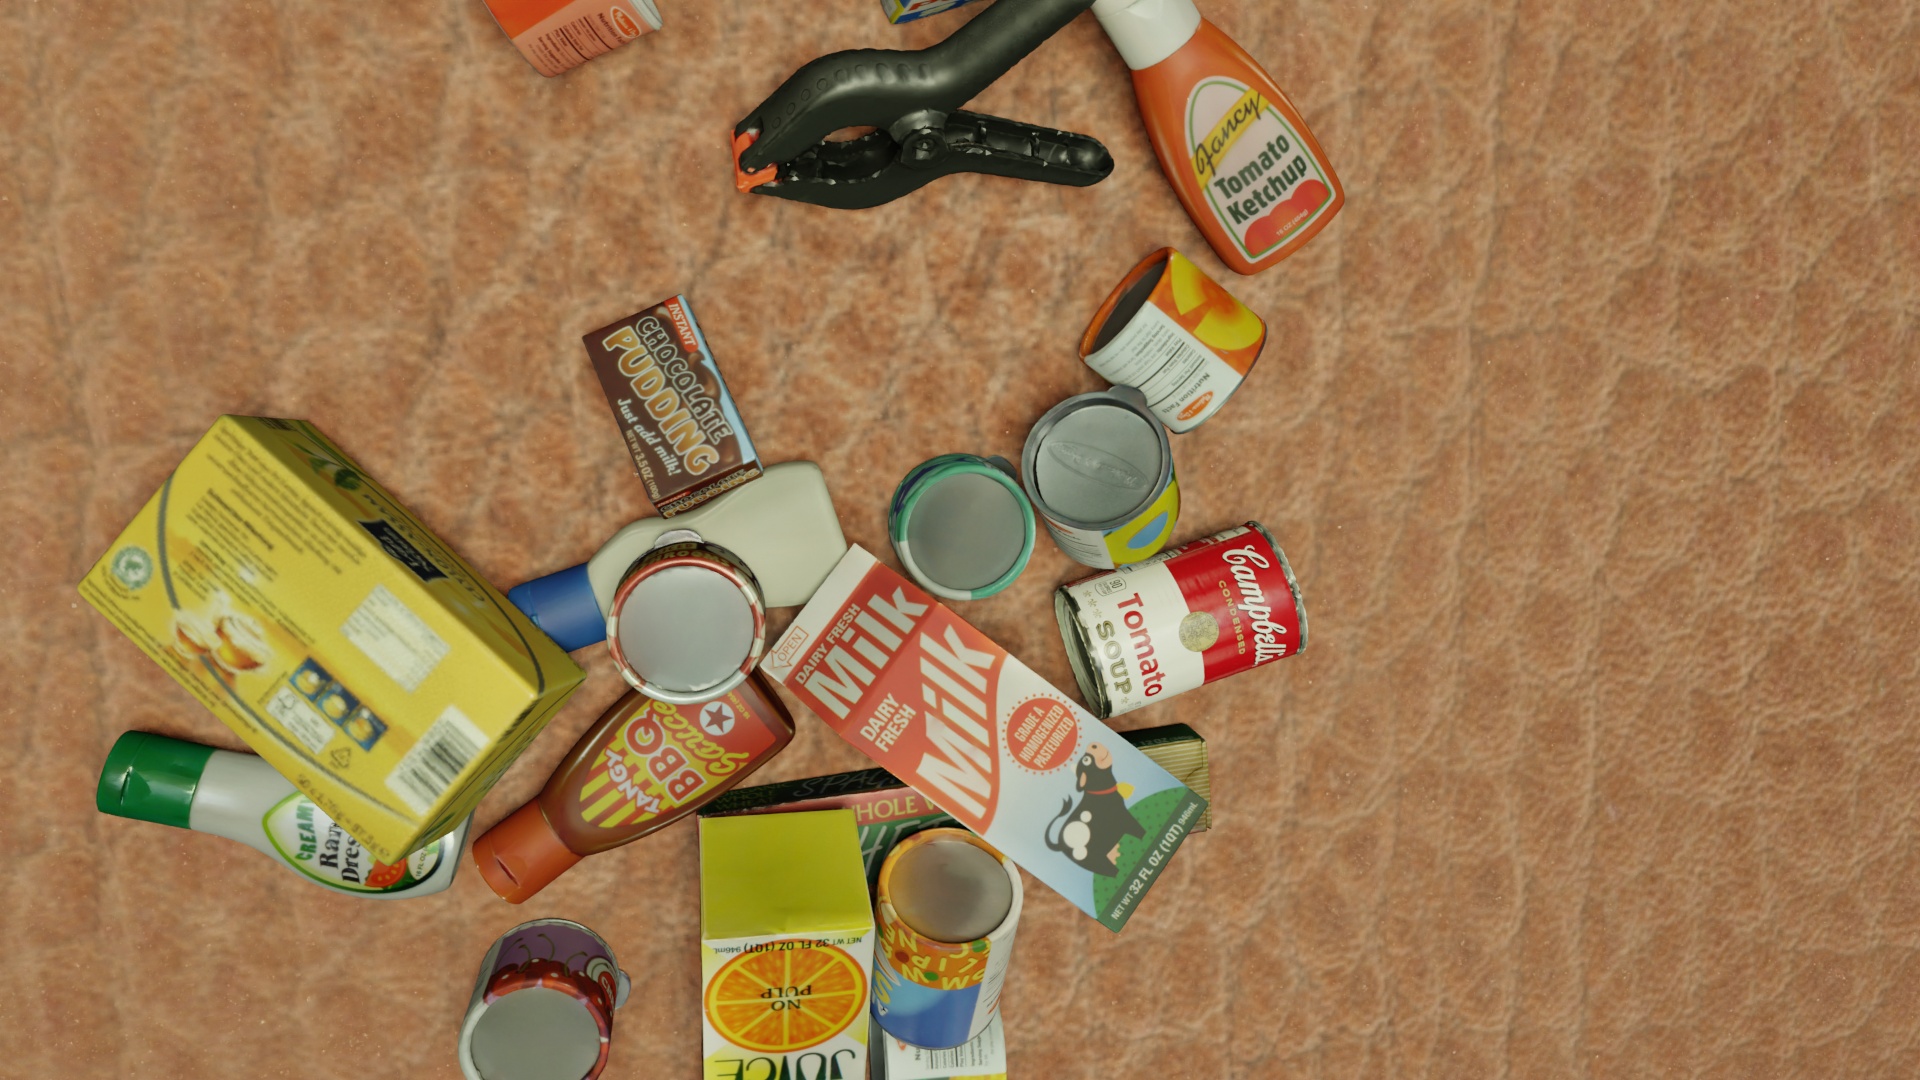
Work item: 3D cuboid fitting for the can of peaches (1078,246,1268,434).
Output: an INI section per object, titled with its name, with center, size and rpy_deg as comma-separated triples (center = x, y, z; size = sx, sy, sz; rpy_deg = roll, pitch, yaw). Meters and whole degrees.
[can of peaches]
center = 0.097, -0.093, 0.637
size = 0.058, 0.071, 0.071
rpy_deg = 35, 93, -14

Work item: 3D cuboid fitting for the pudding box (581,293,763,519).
[pudding box]
center = -0.124, -0.058, 0.603
size = 0.050, 0.030, 0.084
rpy_deg = -24, 79, -6

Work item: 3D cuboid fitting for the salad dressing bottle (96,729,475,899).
[salad dressing bottle]
center = -0.294, 0.117, 0.611
size = 0.148, 0.044, 0.064
rpy_deg = 15, 95, -13

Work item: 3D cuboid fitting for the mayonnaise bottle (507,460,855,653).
[mayonnaise bottle]
center = -0.126, 0.014, 0.626
size = 0.148, 0.041, 0.064
rpy_deg = -19, 100, -5

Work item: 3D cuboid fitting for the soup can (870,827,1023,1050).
[soup can]
center = -0.012, 0.182, 0.639
size = 0.071, 0.072, 0.083
rpy_deg = 0, 131, -10

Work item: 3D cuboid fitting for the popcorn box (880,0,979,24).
[popcorn box]
center = 0.029, -0.258, 0.582
size = 0.127, 0.085, 0.038
rpy_deg = -19, 103, -7

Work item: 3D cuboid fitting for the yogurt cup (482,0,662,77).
[yogurt cup]
center = -0.162, -0.226, 0.564
size = 0.054, 0.072, 0.072
rpy_deg = -31, 105, 5

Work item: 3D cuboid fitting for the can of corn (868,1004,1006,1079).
[can of corn]
center = -0.013, 0.252, 0.679
size = 0.058, 0.071, 0.071
rpy_deg = -1, 101, -11

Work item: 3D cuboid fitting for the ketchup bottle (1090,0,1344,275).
[ketchup bottle]
center = 0.109, -0.190, 0.612
size = 0.064, 0.044, 0.148
rpy_deg = -38, 120, 9

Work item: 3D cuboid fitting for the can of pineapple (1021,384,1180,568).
[can of pineapple]
center = 0.067, -0.027, 0.632
size = 0.071, 0.057, 0.071
rpy_deg = -4, 70, 12

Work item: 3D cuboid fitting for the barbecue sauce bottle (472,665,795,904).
[barbecue sauce bottle]
center = -0.152, 0.108, 0.636
size = 0.148, 0.044, 0.065
rpy_deg = -36, 98, -2

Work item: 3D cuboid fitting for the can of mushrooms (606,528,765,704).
[can of mushrooms]
center = -0.117, 0.033, 0.591
size = 0.071, 0.033, 0.071
rpy_deg = -2, 102, -8

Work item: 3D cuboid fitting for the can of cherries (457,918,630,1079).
[can of cherries]
center = -0.190, 0.218, 0.641
size = 0.071, 0.058, 0.071
rpy_deg = -2, 101, -10

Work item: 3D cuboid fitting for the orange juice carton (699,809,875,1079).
[orange juice carton]
center = -0.083, 0.221, 0.639
size = 0.072, 0.073, 0.191
rpy_deg = -1, 121, -11

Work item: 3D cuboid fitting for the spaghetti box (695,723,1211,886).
[spaghetti box]
center = -0.001, 0.133, 0.676
size = 0.250, 0.029, 0.050
rpy_deg = -7, 102, -9

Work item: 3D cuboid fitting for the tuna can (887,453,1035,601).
[tuna can]
center = 0.002, -0.008, 0.649
size = 0.071, 0.033, 0.071
rpy_deg = -2, 101, -10

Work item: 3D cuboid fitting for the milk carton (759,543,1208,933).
[milk carton]
center = 0.008, 0.085, 0.622
size = 0.190, 0.073, 0.072
rpy_deg = 38, 85, -7
